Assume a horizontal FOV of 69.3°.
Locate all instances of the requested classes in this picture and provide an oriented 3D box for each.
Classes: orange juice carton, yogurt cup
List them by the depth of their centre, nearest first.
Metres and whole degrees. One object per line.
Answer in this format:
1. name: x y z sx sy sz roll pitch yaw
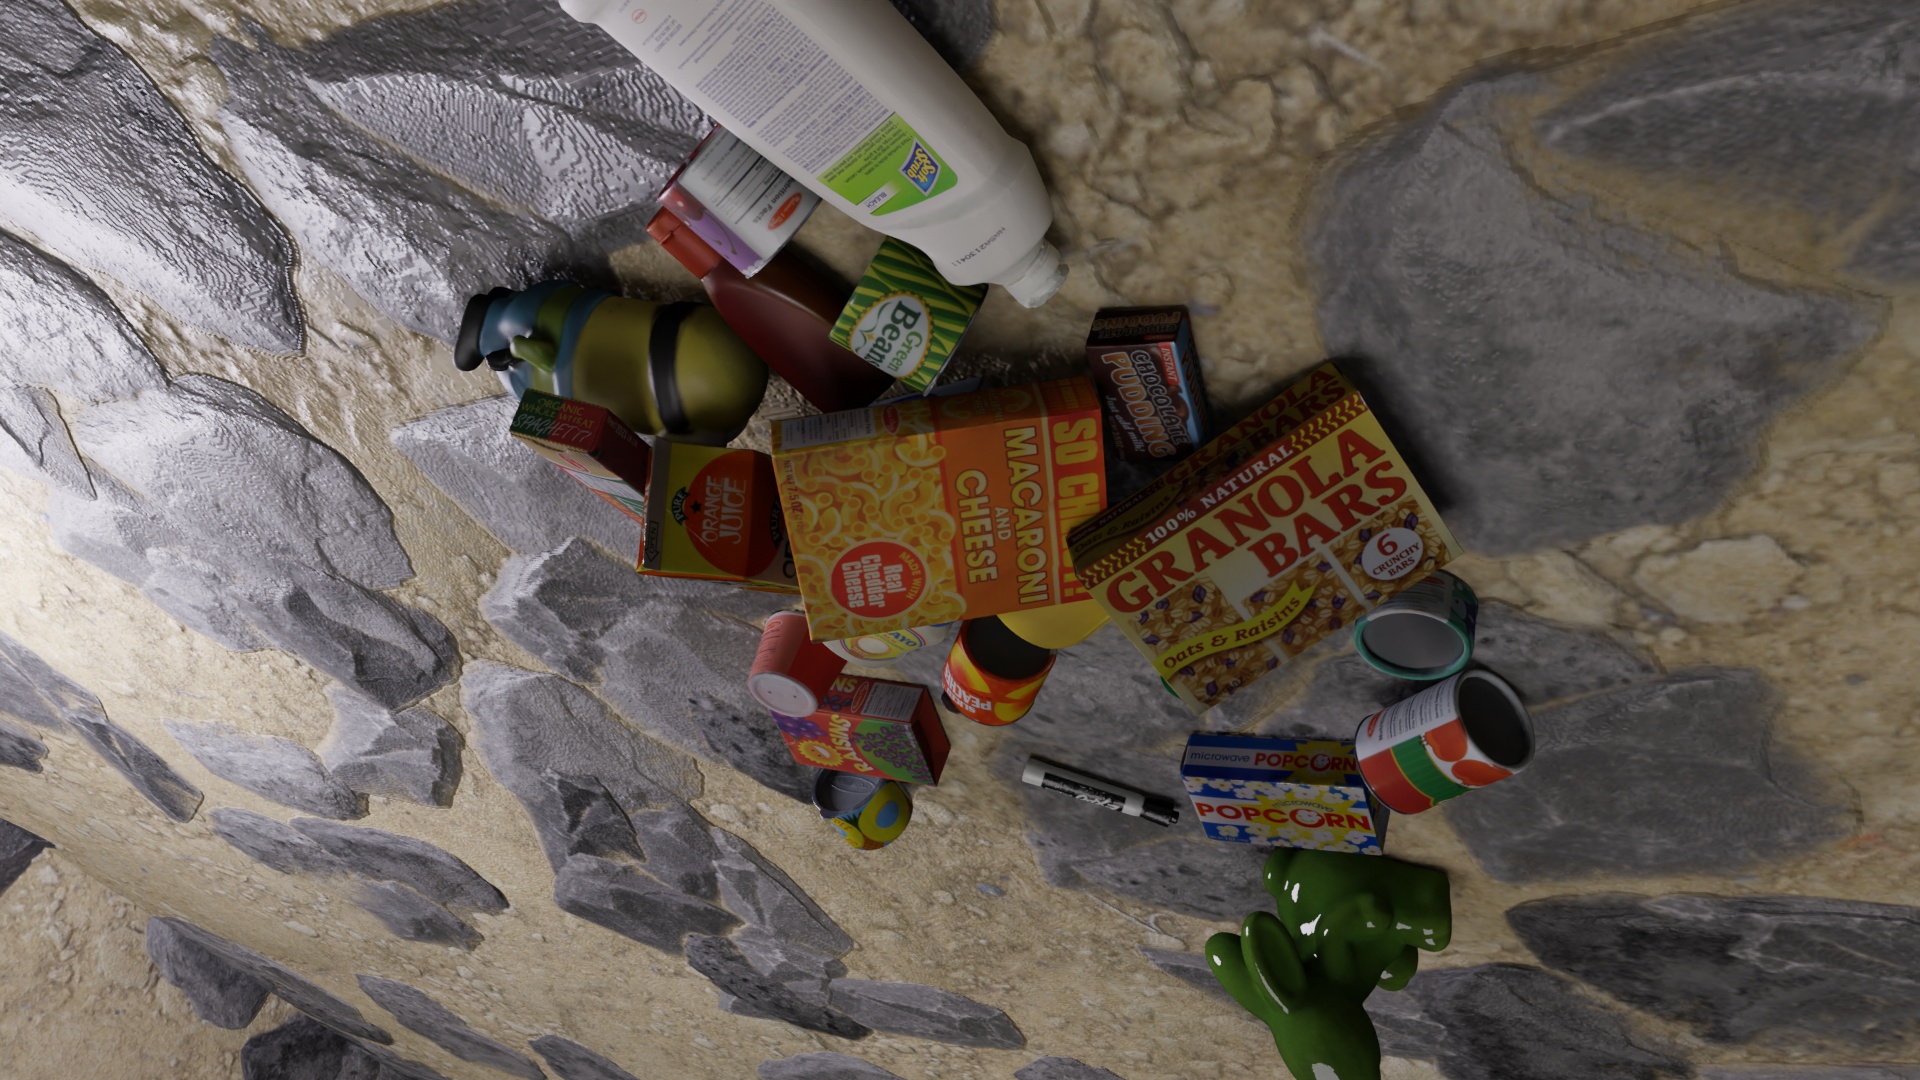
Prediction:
1. orange juice carton: -0.122 -0.009 0.803 0.073 0.072 0.193 2 174 24
2. yogurt cup: -0.121 0.093 1.020 0.072 0.054 0.072 13 141 11

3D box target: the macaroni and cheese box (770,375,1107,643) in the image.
1. macaroni and cheese box: -0.007 -0.016 0.738 0.166 0.040 0.123 -9 125 -2

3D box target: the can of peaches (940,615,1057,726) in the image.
1. can of peaches: 0.024 0.082 0.921 0.071 0.071 0.057 22 142 1

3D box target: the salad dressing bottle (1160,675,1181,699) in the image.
1. salad dressing bottle: 0.158 0.046 0.832 0.064 0.044 0.146 19 143 2

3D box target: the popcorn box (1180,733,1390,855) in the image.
1. popcorn box: 0.224 0.174 0.959 0.126 0.038 0.085 -1 136 27

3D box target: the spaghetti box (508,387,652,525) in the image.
1. spaghetti box: -0.192 -0.033 0.838 0.050 0.029 0.249 15 169 12

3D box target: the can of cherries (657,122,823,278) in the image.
1. can of cherries: -0.107 -0.173 0.683 0.058 0.072 0.071 39 139 -21

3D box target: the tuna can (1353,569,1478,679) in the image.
1. tuna can: 0.260 0.050 0.794 0.071 0.033 0.070 14 141 11

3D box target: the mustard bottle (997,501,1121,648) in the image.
1. mustard bottle: 0.083 0.013 0.825 0.065 0.049 0.159 36 140 -14

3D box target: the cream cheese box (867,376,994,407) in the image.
1. cream cheese box: -0.029 -0.059 0.790 0.103 0.054 0.024 -9 133 34

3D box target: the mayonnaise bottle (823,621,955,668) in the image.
1. mayonnaise bottle: -0.038 0.048 0.919 0.064 0.041 0.147 33 150 -22

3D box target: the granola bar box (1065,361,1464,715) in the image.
1. granola bar box: 0.157 0.002 0.724 0.165 0.039 0.124 -34 120 15

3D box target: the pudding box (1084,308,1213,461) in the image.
1. pudding box: 0.099 -0.080 0.721 0.049 0.030 0.083 1 138 24

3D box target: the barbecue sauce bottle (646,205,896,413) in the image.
1. barbecue sauce bottle: -0.101 -0.130 0.749 0.148 0.044 0.064 41 139 -22

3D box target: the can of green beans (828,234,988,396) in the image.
1. can of green beans: -0.027 -0.117 0.709 0.058 0.071 0.071 30 142 -9

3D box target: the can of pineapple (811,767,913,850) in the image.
1. can of pineapple: -0.080 0.211 1.131 0.071 0.071 0.057 -4 136 30

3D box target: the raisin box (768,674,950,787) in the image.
1. raisin box: -0.078 0.145 1.074 0.123 0.040 0.085 6 141 21

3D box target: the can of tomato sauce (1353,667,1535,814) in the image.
1. can of tomato sauce: 0.293 0.123 0.839 0.071 0.071 0.082 33 141 -13
